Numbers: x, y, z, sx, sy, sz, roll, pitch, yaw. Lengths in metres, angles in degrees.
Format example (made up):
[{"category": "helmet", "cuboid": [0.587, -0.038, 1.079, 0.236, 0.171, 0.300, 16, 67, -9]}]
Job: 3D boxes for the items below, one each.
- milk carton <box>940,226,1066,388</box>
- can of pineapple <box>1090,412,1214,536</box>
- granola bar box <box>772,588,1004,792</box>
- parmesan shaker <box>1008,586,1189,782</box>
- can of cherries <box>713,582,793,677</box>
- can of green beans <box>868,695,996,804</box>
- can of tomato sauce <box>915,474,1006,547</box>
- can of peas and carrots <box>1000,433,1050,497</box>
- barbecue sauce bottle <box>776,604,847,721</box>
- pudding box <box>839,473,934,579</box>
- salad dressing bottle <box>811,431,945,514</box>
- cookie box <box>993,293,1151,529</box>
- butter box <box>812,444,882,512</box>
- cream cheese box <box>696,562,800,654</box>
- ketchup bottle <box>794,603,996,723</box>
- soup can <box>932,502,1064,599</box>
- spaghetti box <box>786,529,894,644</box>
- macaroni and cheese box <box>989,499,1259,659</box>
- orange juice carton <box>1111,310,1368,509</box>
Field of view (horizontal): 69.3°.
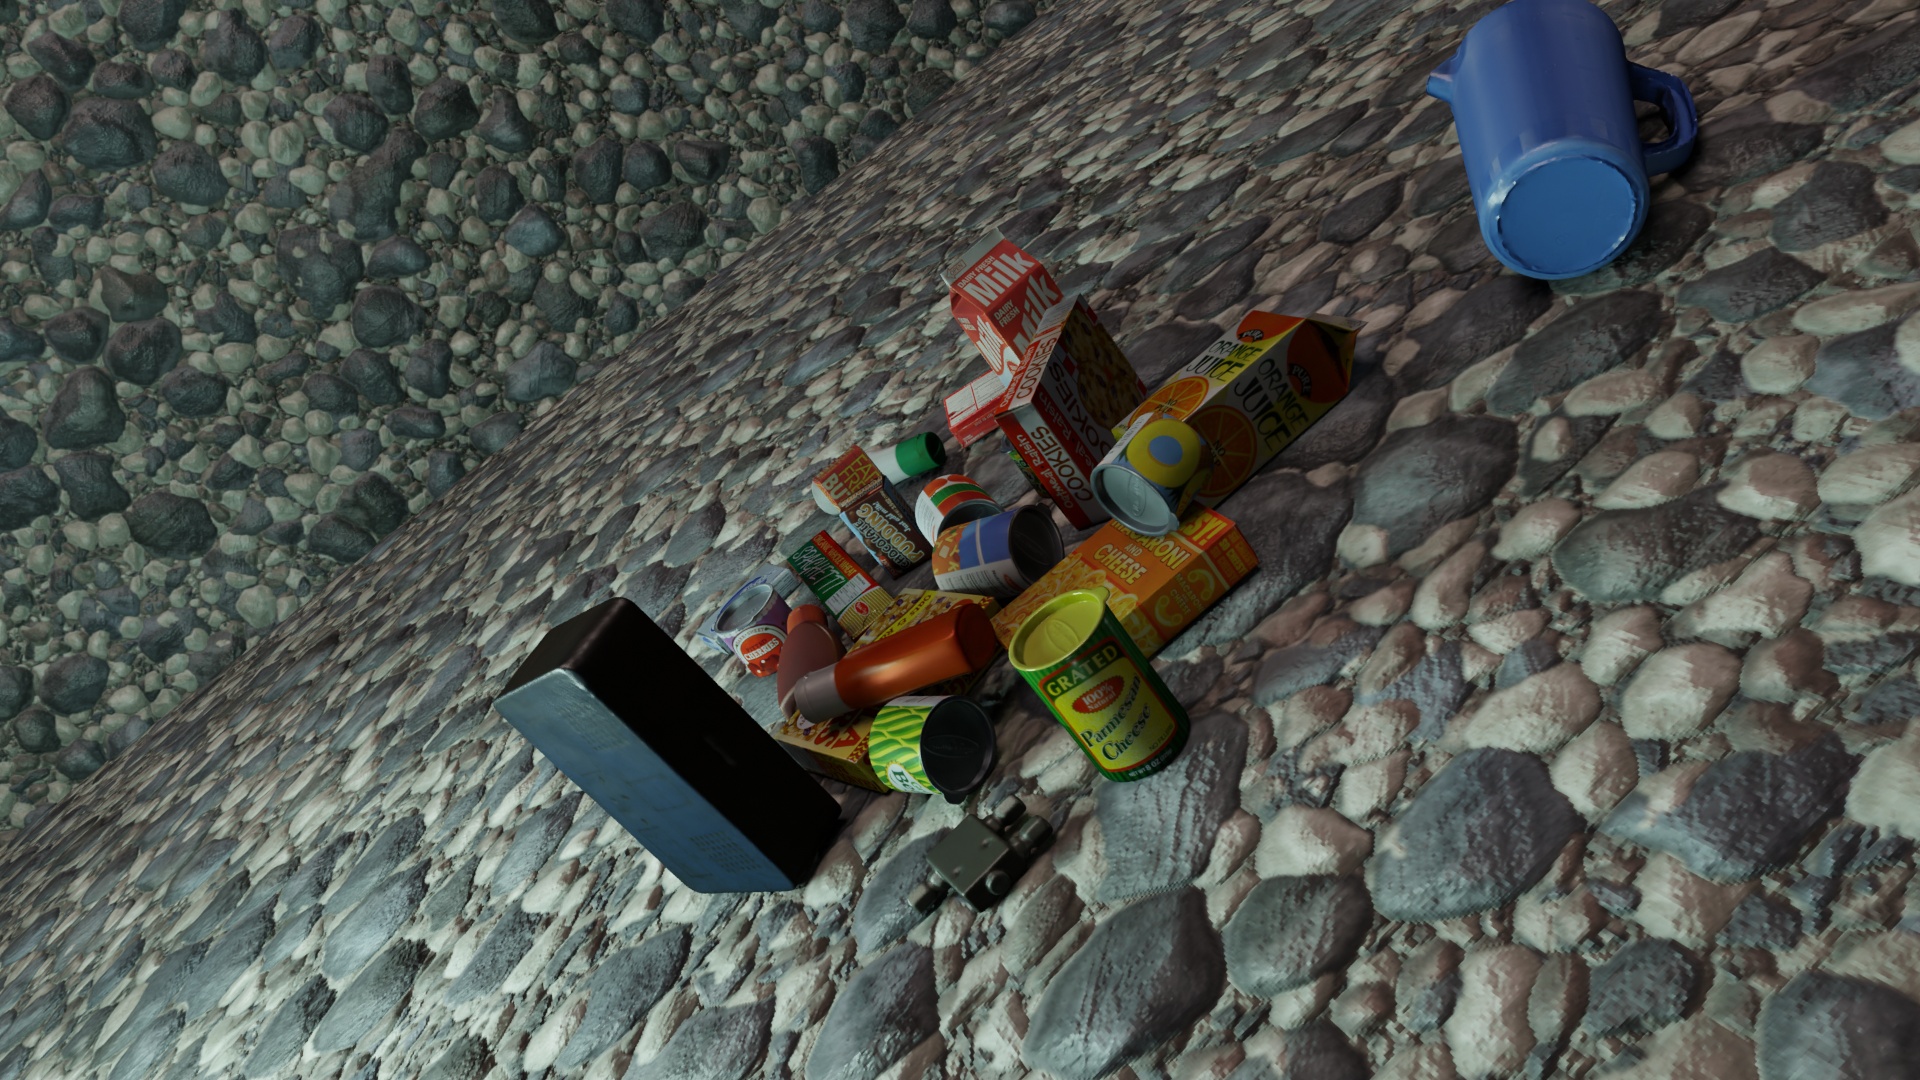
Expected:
[{"category": "milk carton", "cuboid": [0.061, -0.185, 1.249, 0.072, 0.190, 0.073, -43, 24, -13]}, {"category": "can of pineapple", "cuboid": [0.133, -0.044, 0.951, 0.058, 0.071, 0.071, -49, 26, -25]}, {"category": "granola bar box", "cuboid": [-0.049, 0.110, 1.055, 0.166, 0.039, 0.124, -49, 27, -25]}, {"category": "parmesan shaker", "cuboid": [0.087, 0.086, 0.832, 0.071, 0.103, 0.071, -31, 25, 16]}, {"category": "can of cherries", "cuboid": [-0.180, 0.083, 1.261, 0.071, 0.058, 0.072, -29, 25, 15]}, {"category": "can of green beans", "cuboid": [-0.019, 0.137, 0.932, 0.057, 0.071, 0.071, -8, 37, 49]}, {"category": "can of tomato sauce", "cuboid": [0.004, -0.015, 1.177, 0.071, 0.071, 0.083, -38, 23, -1]}, {"category": "can of peas and carrots", "cuboid": [0.076, -0.078, 1.198, 0.071, 0.058, 0.071, -31, 25, 16]}, {"category": "barbecue sauce bottle", "cuboid": [-0.125, 0.100, 1.174, 0.065, 0.043, 0.149, -35, 23, 5]}, {"category": "pudding box", "cuboid": [-0.065, -0.012, 1.241, 0.049, 0.083, 0.030, -30, 25, 15]}, {"category": "salad dressing bottle", "cuboid": [-0.084, -0.071, 1.426, 0.147, 0.044, 0.064, -21, 27, 31]}, {"category": "cookie box", "cuboid": [0.097, -0.108, 1.144, 0.040, 0.122, 0.168, -21, 29, 35]}, {"category": "butter box", "cuboid": [-0.085, -0.035, 1.287, 0.053, 0.103, 0.024, -43, 23, -9]}, {"category": "cream cheese box", "cuboid": [-0.210, 0.066, 1.374, 0.104, 0.024, 0.053, -46, 25, -19]}, {"category": "ketchup bottle", "cuboid": [-0.049, 0.090, 0.985, 0.148, 0.043, 0.065, -23, 10, 25]}, {"category": "soup can", "cuboid": [0.030, 0.011, 1.091, 0.083, 0.071, 0.072, -15, 32, 41]}, {"category": "spaghetti box", "cuboid": [-0.106, 0.043, 1.266, 0.050, 0.028, 0.250, -40, 24, -6]}, {"category": "macaroni and cheese box", "cuboid": [0.109, 0.038, 0.967, 0.166, 0.040, 0.124, -39, 24, -3]}, {"category": "orange juice carton", "cuboid": [0.216, -0.109, 1.045, 0.193, 0.073, 0.072, -40, 23, -7]}]
